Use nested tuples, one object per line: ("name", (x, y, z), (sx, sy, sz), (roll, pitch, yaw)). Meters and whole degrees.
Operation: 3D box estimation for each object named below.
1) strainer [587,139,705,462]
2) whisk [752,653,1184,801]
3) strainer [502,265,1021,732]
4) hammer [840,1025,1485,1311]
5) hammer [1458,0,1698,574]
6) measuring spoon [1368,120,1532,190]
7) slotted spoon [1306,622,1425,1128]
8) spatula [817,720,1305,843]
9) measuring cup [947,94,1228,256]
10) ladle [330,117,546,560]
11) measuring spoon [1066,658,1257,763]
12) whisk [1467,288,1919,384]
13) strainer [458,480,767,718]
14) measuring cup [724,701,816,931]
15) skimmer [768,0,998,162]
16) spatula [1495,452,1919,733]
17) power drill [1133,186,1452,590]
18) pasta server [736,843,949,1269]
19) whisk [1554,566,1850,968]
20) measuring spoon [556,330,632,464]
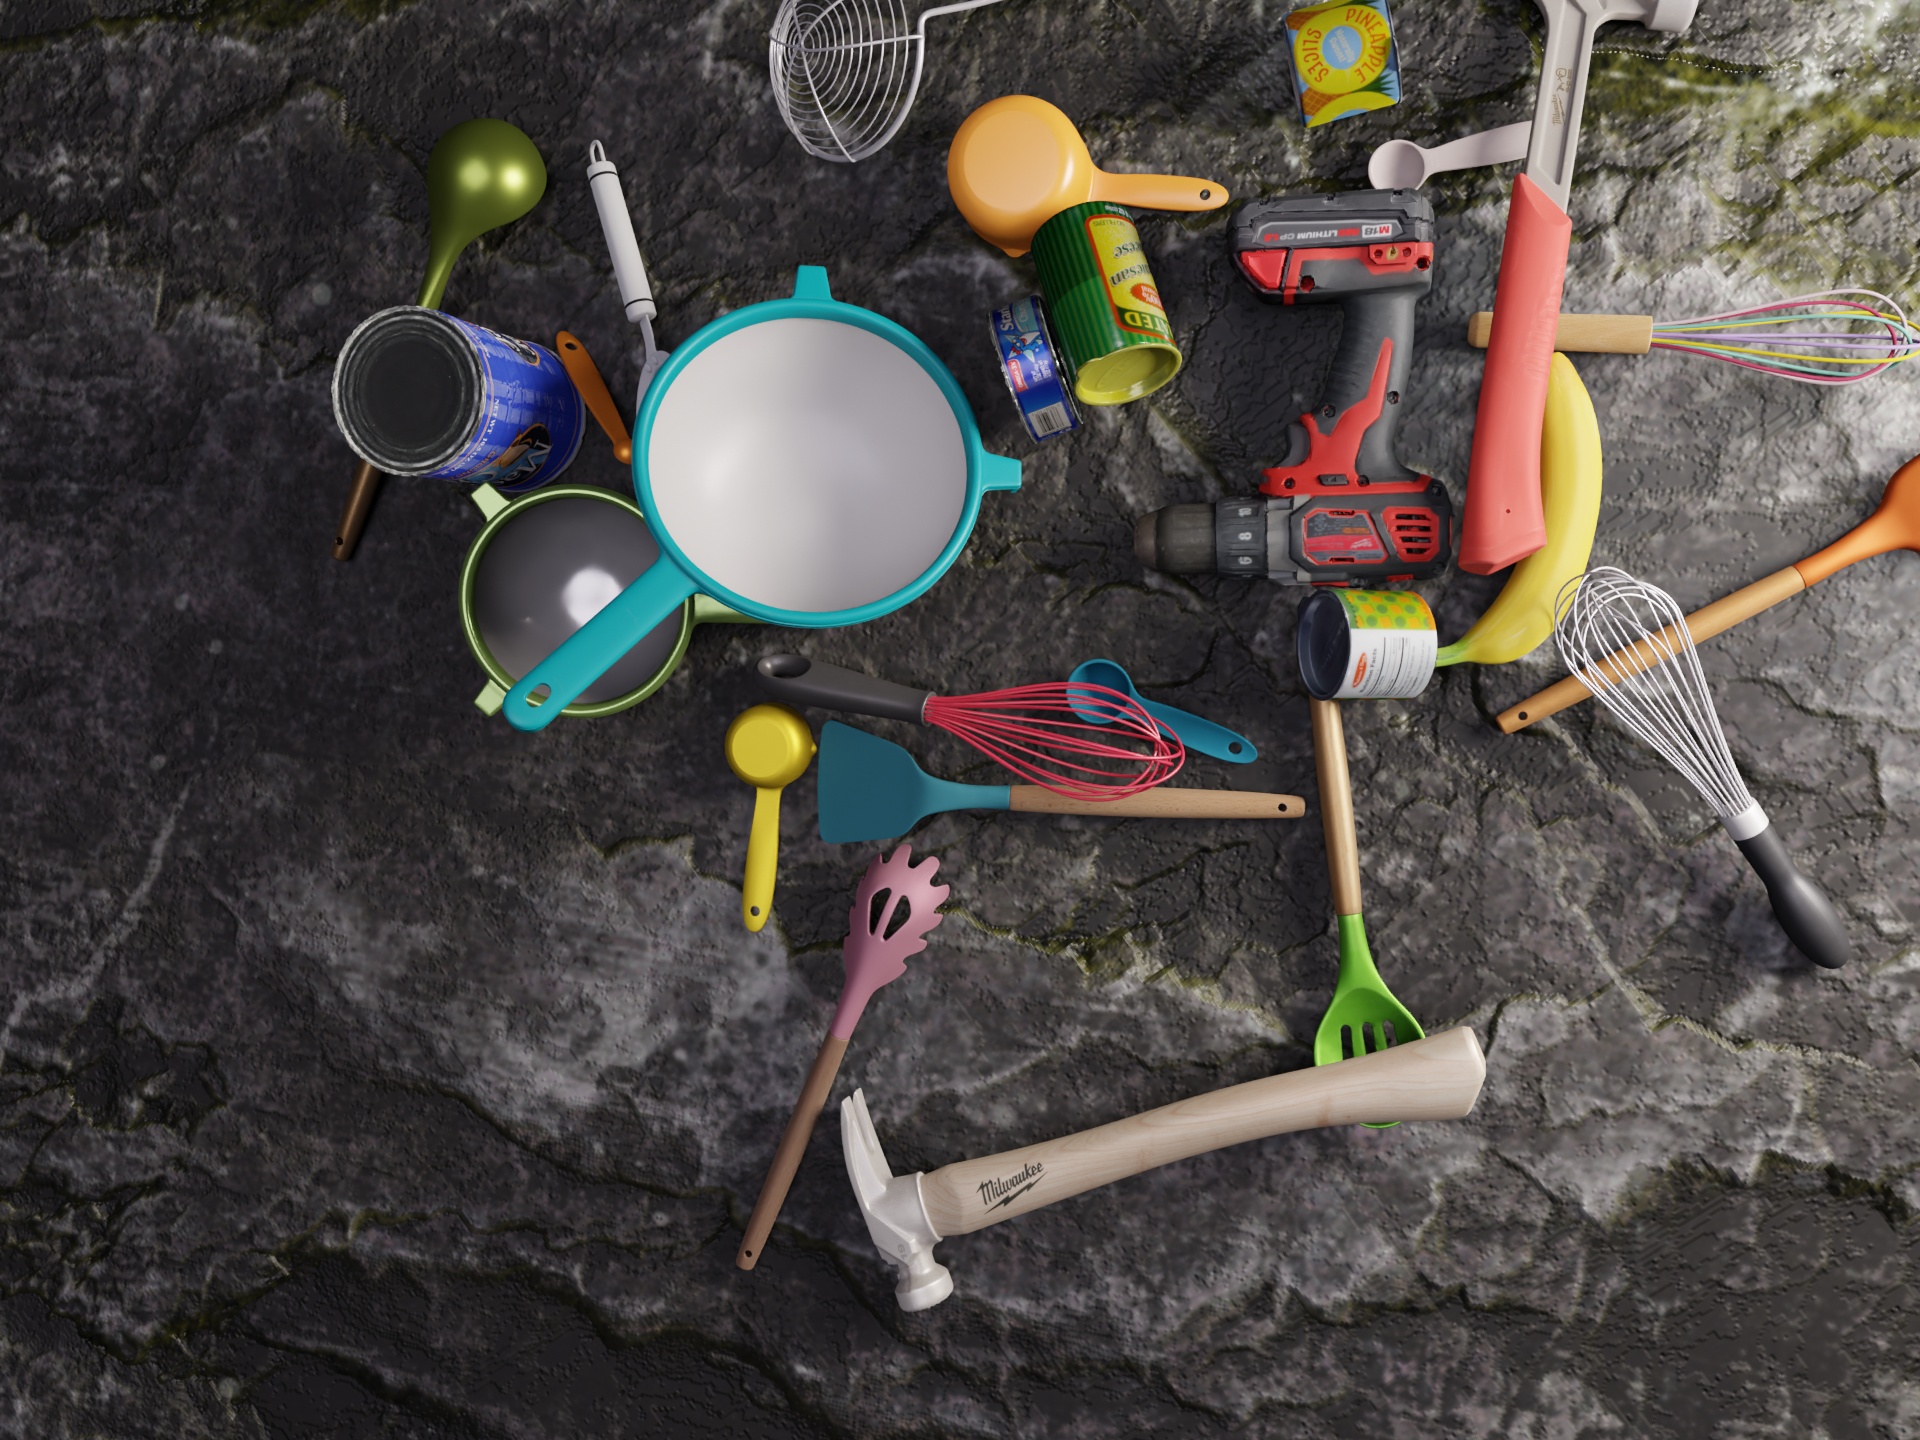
("strainer", (-0.206, -0.262, 1.047), (0.087, 0.050, 0.258), (-23, 82, 56))
("whisk", (-0.002, -0.003, 1.004), (0.296, 0.073, 0.073), (12, 97, 21))
("strainer", (-0.140, -0.104, 0.975), (0.211, 0.095, 0.340), (45, 75, 4))
("hammer", (0.119, 0.254, 0.998), (0.410, 0.038, 0.146), (-21, 88, 18))
("hammer", (0.318, -0.263, 0.910), (0.149, 0.036, 0.359), (10, 86, 11))
("measuring spoon", (0.305, -0.337, 0.949), (0.124, 0.018, 0.034), (-11, 89, 6))
("slotted spoon", (0.240, 0.094, 0.986), (0.070, 0.031, 0.314), (-7, 91, 13))
("spatula", (0.059, 0.047, 1.023), (0.317, 0.044, 0.082), (2, 94, 7))
("measuring cup", (0.076, -0.333, 0.974), (0.173, 0.052, 0.095), (9, 96, 13))
("ladle", (-0.367, -0.255, 1.087), (0.078, 0.062, 0.320), (28, 106, 9))
("measuring spoon", (0.128, -0.004, 1.010), (0.128, 0.021, 0.042), (23, 109, 0))
("whisk", (0.422, -0.223, 0.921), (0.245, 0.051, 0.047), (6, 74, 16))
("strainer", (-0.195, -0.080, 1.053), (0.256, 0.069, 0.151), (1, 99, -5))
("measuring cup", (-0.134, 0.066, 1.059), (0.062, 0.029, 0.156), (7, 94, 11))
("skimmer", (0.055, -0.447, 0.984), (0.363, 0.090, 0.127), (-14, 88, 2))
("spatula", (0.462, -0.072, 0.919), (0.322, 0.041, 0.081), (-29, 89, 13))
("power drill", (0.197, -0.190, 0.951), (0.188, 0.080, 0.226), (0, 97, 12))
("pasta server", (-0.088, 0.231, 1.067), (0.060, 0.040, 0.316), (24, 103, 9))
("whisk", (0.432, 0.031, 0.911), (0.070, 0.070, 0.284), (-35, 98, 12))
("measuring spoon", (-0.240, -0.217, 1.054), (0.117, 0.021, 0.011), (59, 142, 19))
